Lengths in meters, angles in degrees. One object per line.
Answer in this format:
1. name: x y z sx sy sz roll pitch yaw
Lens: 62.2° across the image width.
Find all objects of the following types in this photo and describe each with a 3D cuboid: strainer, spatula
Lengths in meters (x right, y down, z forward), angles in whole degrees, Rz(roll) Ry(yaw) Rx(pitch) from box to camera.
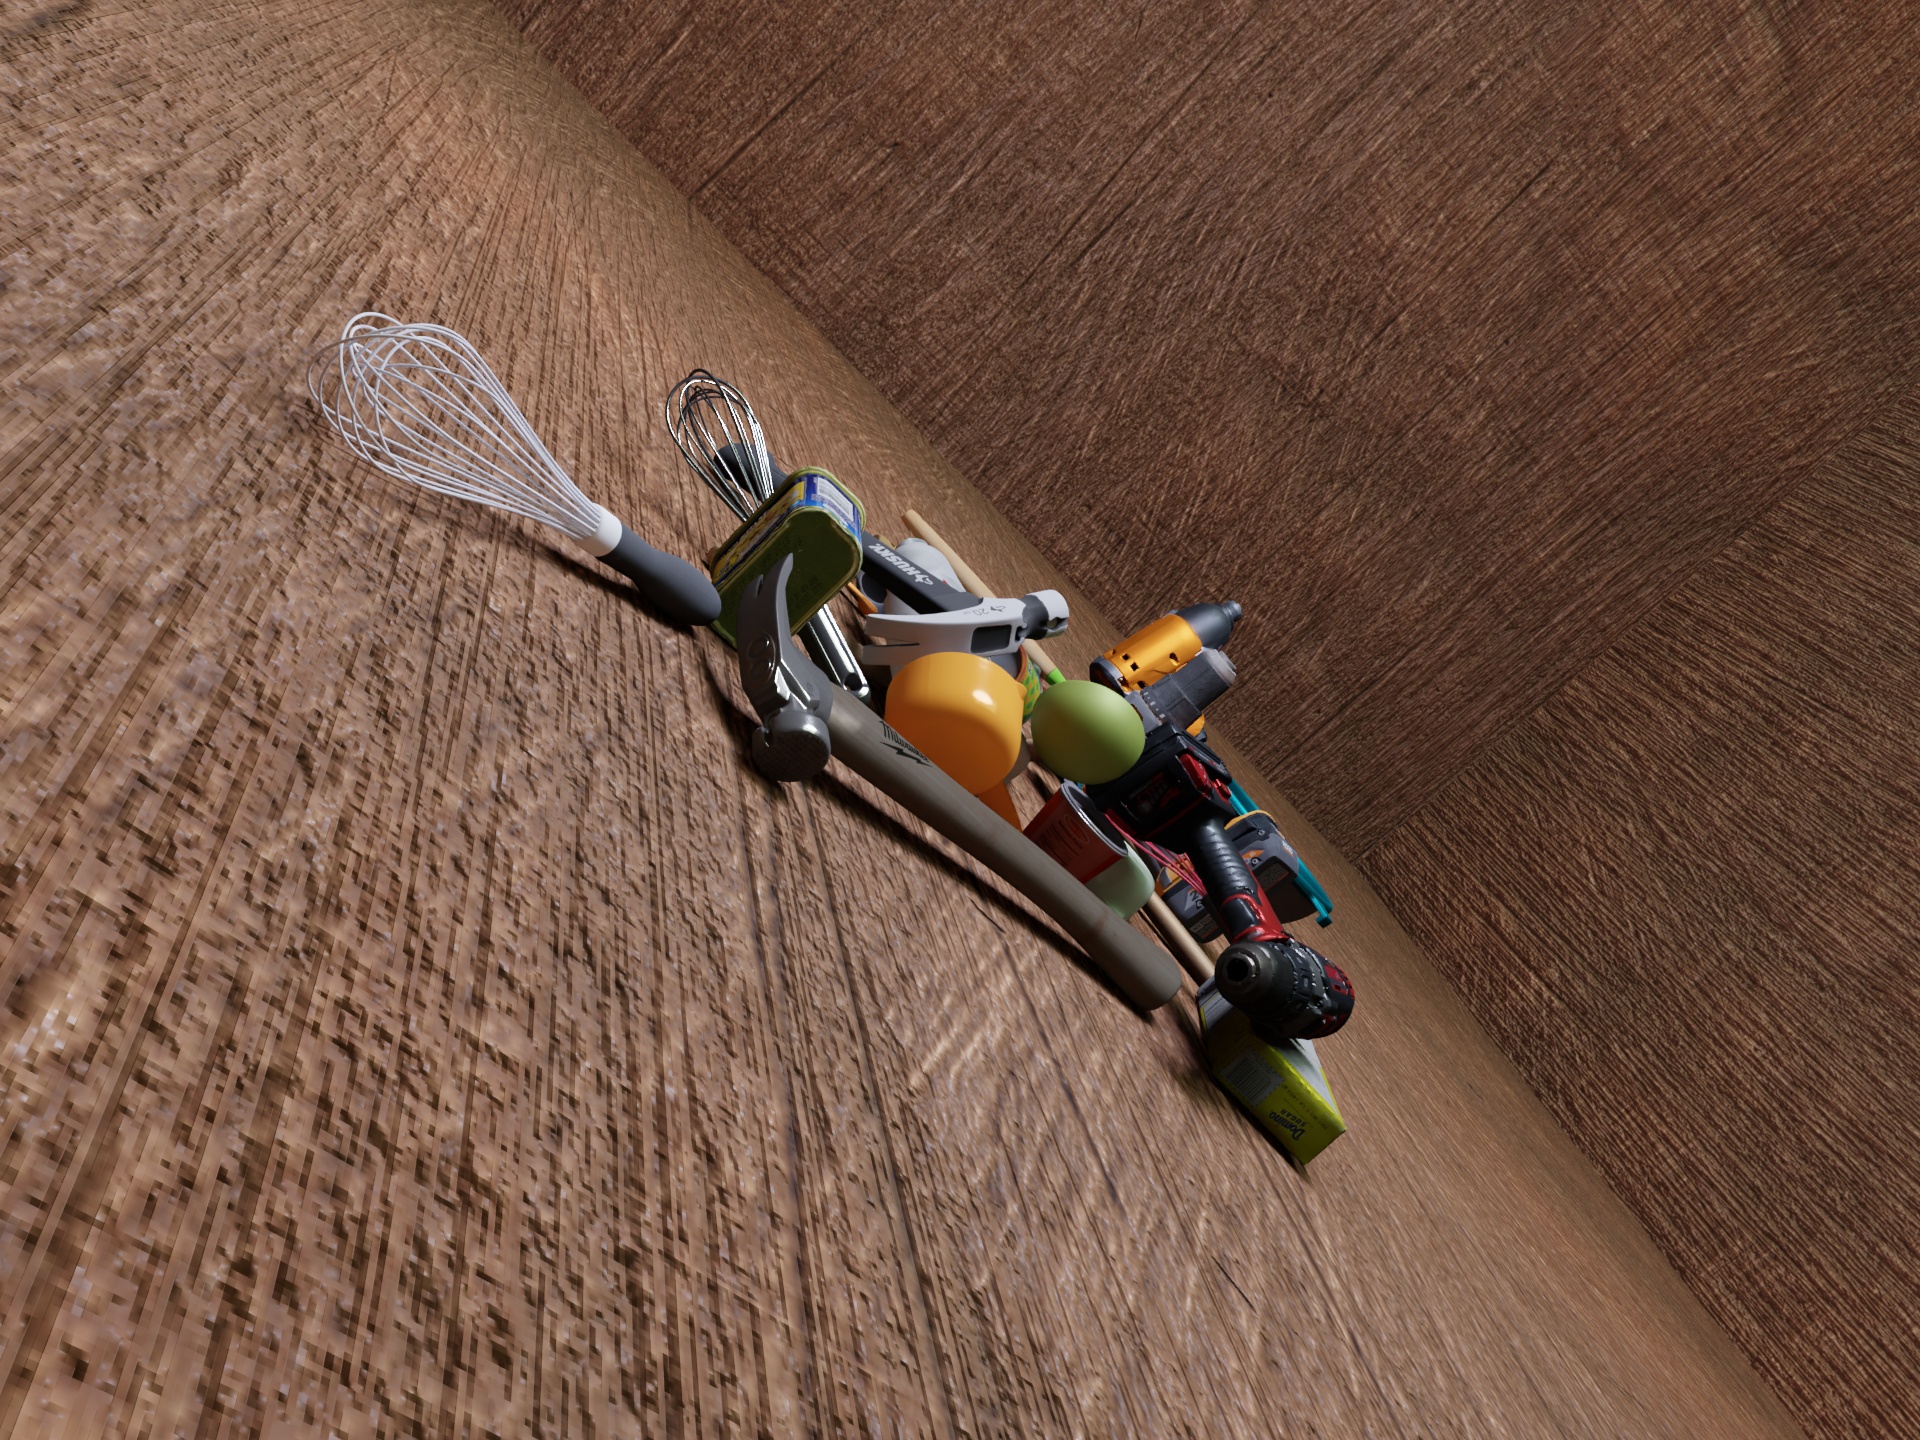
1. strainer: 0.291 0.134 1.712 0.211 0.095 0.340 50 8 0
2. spatula: 0.158 0.135 1.291 0.318 0.044 0.082 53 -21 19

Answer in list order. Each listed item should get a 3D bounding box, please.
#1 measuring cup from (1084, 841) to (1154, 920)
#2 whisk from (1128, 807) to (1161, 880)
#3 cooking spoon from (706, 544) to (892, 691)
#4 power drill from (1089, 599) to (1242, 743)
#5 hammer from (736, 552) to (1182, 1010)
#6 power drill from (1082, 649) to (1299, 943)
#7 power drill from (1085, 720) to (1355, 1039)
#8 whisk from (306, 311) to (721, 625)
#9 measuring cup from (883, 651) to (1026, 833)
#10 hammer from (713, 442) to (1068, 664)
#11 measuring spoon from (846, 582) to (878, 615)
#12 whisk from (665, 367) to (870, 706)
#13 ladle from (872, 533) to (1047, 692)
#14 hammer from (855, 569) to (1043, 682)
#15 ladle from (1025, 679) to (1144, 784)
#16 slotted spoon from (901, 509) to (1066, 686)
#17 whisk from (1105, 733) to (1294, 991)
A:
1. measuring cup: 0.129 0.135 1.188 0.083 0.038 0.168 41 10 -31
2. whisk: 0.148 0.073 1.505 0.055 0.055 0.239 33 22 -55
3. cooking spoon: -0.067 -0.040 1.114 0.318 0.017 0.069 37 25 -46
4. power drill: 0.204 -0.030 1.594 0.084 0.164 0.226 52 -16 23
5. hammer: 0.015 0.062 0.945 0.410 0.038 0.146 41 25 -40
6. power drill: 0.207 0.058 1.409 0.084 0.185 0.226 36 18 -54
7. power drill: 0.176 0.114 1.086 0.187 0.080 0.227 28 29 -59
8. whisk: -0.194 -0.104 0.755 0.070 0.070 0.284 53 7 30
9. measuring cup: 0.008 0.038 1.013 0.052 0.095 0.173 -84 157 -50
10. hammer: -0.083 -0.127 1.131 0.146 0.035 0.335 -14 36 -35
11. measuring spoon: -0.112 -0.125 1.289 0.117 0.011 0.021 43 10 0
12. whisk: -0.119 -0.114 1.009 0.246 0.058 0.059 62 -32 7
13. ladle: 0.020 -0.064 1.347 0.315 0.031 0.069 42 13 -42
14. hammer: 0.010 -0.066 1.477 0.143 0.038 0.386 52 11 22
15. ladle: 0.067 0.012 1.169 0.078 0.062 0.320 34 -5 -5
16. slotted spoon: 0.058 -0.058 1.342 0.314 0.031 0.070 48 -7 2
17. whisk: 0.182 0.118 1.213 0.296 0.073 0.073 58 14 29
